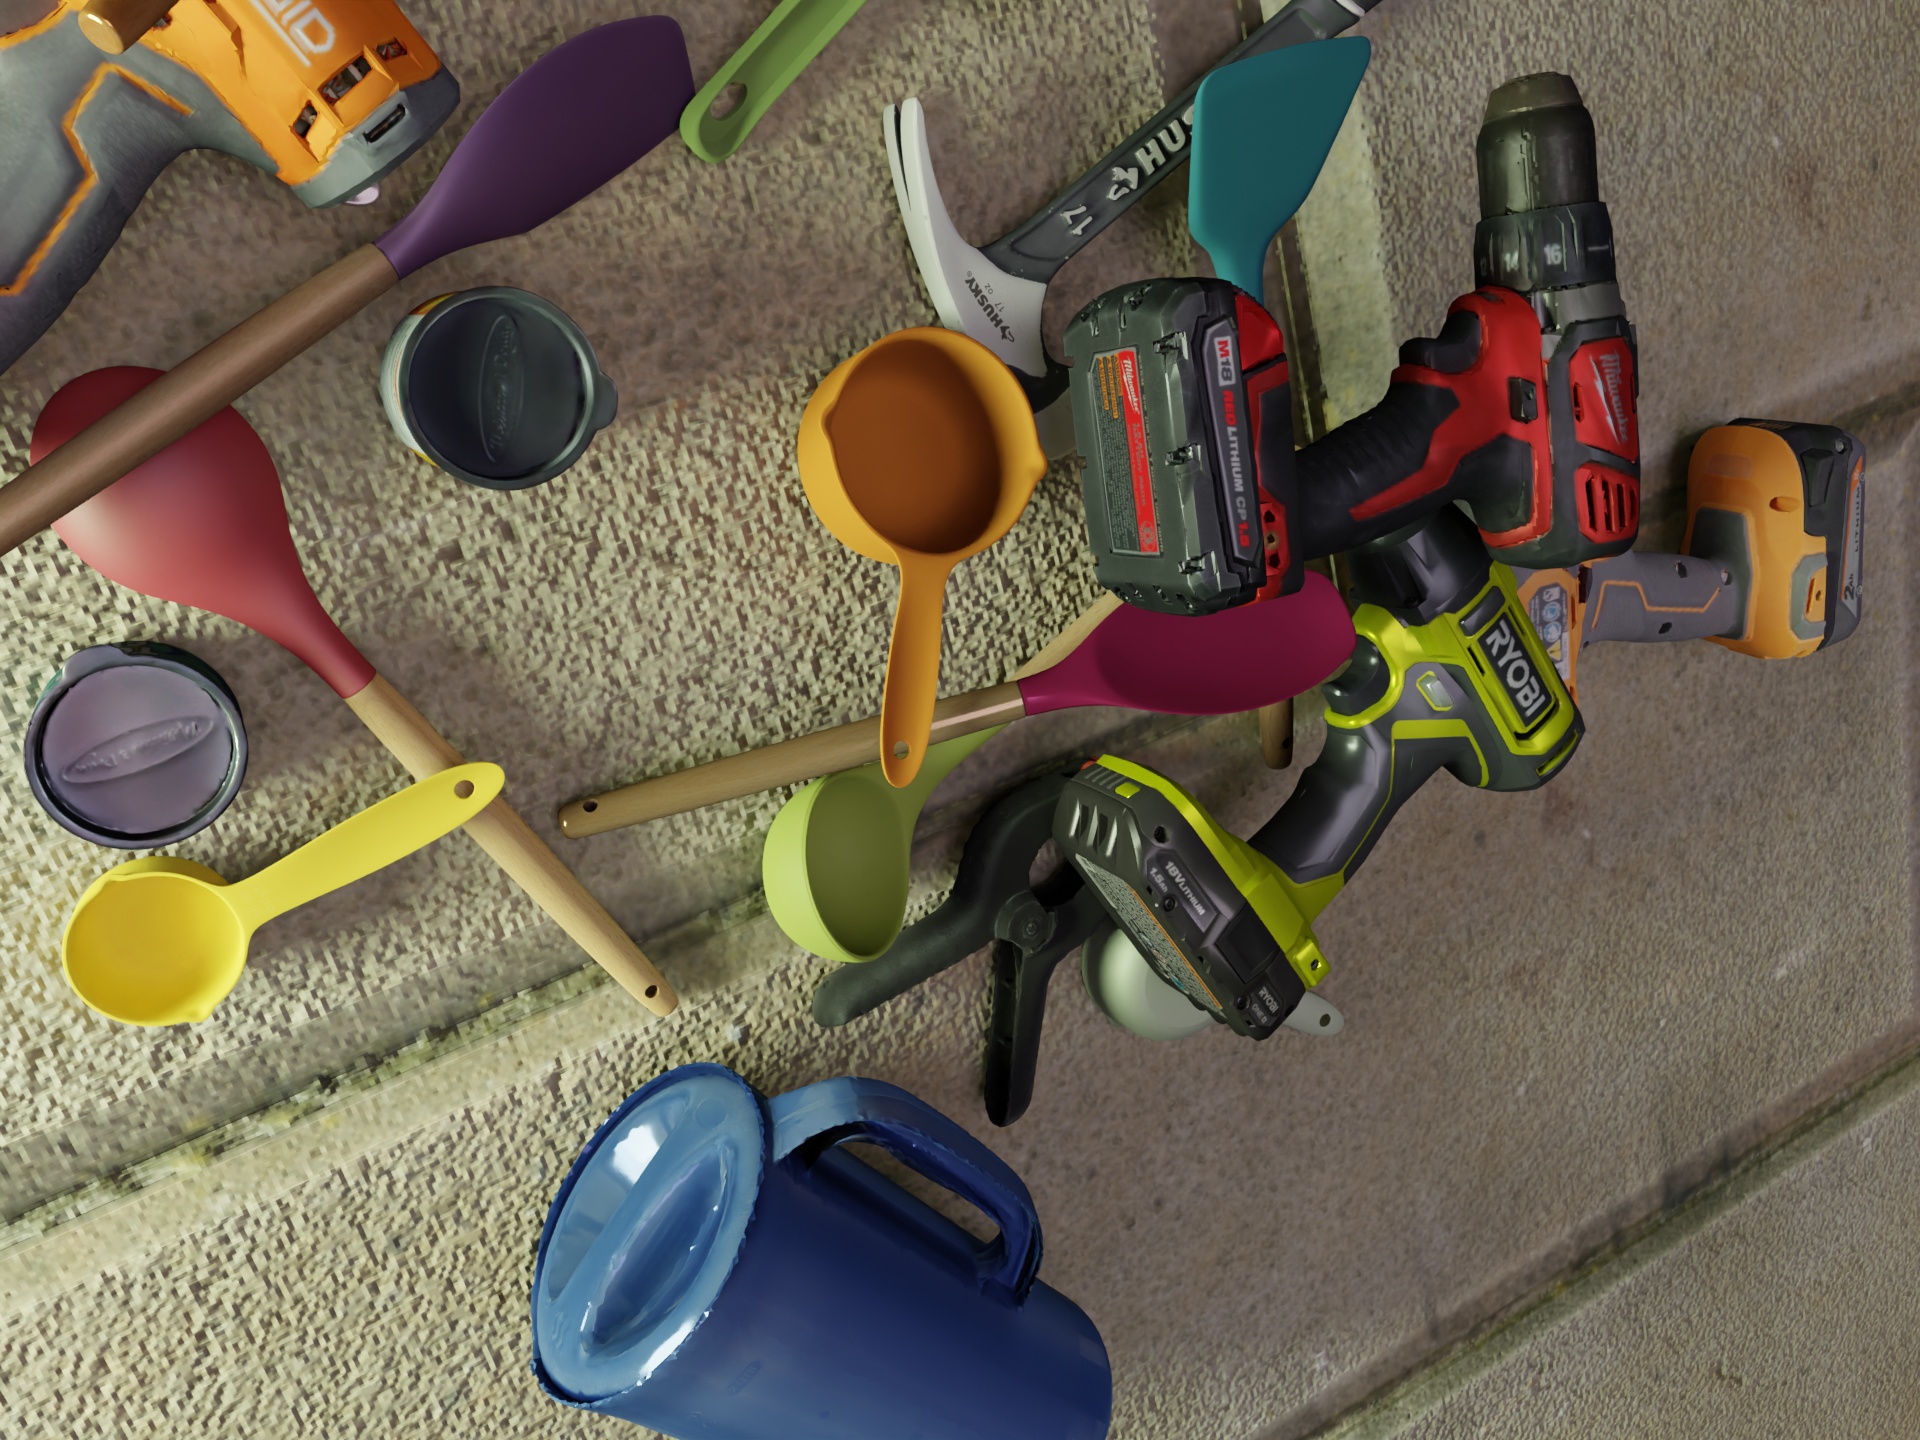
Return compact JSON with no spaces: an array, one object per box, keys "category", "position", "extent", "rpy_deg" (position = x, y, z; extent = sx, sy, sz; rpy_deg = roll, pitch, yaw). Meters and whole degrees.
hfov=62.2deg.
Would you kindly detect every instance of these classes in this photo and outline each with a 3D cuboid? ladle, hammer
[{"category":"ladle","position":[0.044,-0.019,0.677],"extent":[0.320,0.062,0.078],"rpy_deg":[-40,125,-15]},{"category":"ladle","position":[-0.201,0.006,0.577],"extent":[0.069,0.031,0.315],"rpy_deg":[-42,119,-11]},{"category":"hammer","position":[0.139,-0.294,0.666],"extent":[0.409,0.036,0.149],"rpy_deg":[-43,116,-11]}]

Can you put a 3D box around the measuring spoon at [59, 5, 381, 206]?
[{"category":"measuring spoon","position":[-0.247,-0.200,0.510],"extent":[0.124,0.018,0.034],"rpy_deg":[24,99,-36]}]

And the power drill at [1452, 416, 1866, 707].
[{"category":"power drill","position":[0.336,-0.096,0.791],"extent":[0.226,0.084,0.185],"rpy_deg":[-15,109,-17]}]

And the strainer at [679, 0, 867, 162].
[{"category":"strainer","position":[0.006,-0.281,0.547],"extent":[0.256,0.069,0.151],"rpy_deg":[-44,147,8]}]

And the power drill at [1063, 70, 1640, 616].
[{"category":"power drill","position":[0.158,-0.138,0.596],"extent":[0.226,0.080,0.188],"rpy_deg":[-12,102,-21]}]

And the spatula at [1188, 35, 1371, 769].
[{"category":"spatula","position":[0.133,-0.115,0.671],"extent":[0.082,0.044,0.317],"rpy_deg":[-22,120,-24]}]

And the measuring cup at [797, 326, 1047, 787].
[{"category":"measuring cup","position":[-0.024,-0.062,0.617],"extent":[0.095,0.052,0.173],"rpy_deg":[6,89,-26]}]

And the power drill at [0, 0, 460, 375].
[{"category":"power drill","position":[-0.279,-0.174,0.446],"extent":[0.226,0.084,0.164],"rpy_deg":[-44,126,-8]}]

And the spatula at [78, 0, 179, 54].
[{"category":"spatula","position":[-0.153,-0.306,0.458],"extent":[0.081,0.041,0.323],"rpy_deg":[26,64,-4]}]

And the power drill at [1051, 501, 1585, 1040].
[{"category":"power drill","position":[0.155,0.010,0.684],"extent":[0.223,0.080,0.171],"rpy_deg":[-43,115,-12]}]

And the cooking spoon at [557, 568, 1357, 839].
[{"category":"cooking spoon","position":[-0.001,-0.002,0.622],"extent":[0.319,0.069,0.017],"rpy_deg":[-15,150,-3]}]

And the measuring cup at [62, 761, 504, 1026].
[{"category":"measuring cup","position":[-0.236,0.052,0.565],"extent":[0.156,0.029,0.062],"rpy_deg":[-29,114,-15]}]

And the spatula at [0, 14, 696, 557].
[{"category":"spatula","position":[-0.207,-0.135,0.512],"extent":[0.316,0.018,0.059],"rpy_deg":[-43,158,-18]}]

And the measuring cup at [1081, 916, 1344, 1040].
[{"category":"measuring cup","position":[0.135,0.130,0.767],"extent":[0.167,0.038,0.083],"rpy_deg":[25,91,-27]}]
